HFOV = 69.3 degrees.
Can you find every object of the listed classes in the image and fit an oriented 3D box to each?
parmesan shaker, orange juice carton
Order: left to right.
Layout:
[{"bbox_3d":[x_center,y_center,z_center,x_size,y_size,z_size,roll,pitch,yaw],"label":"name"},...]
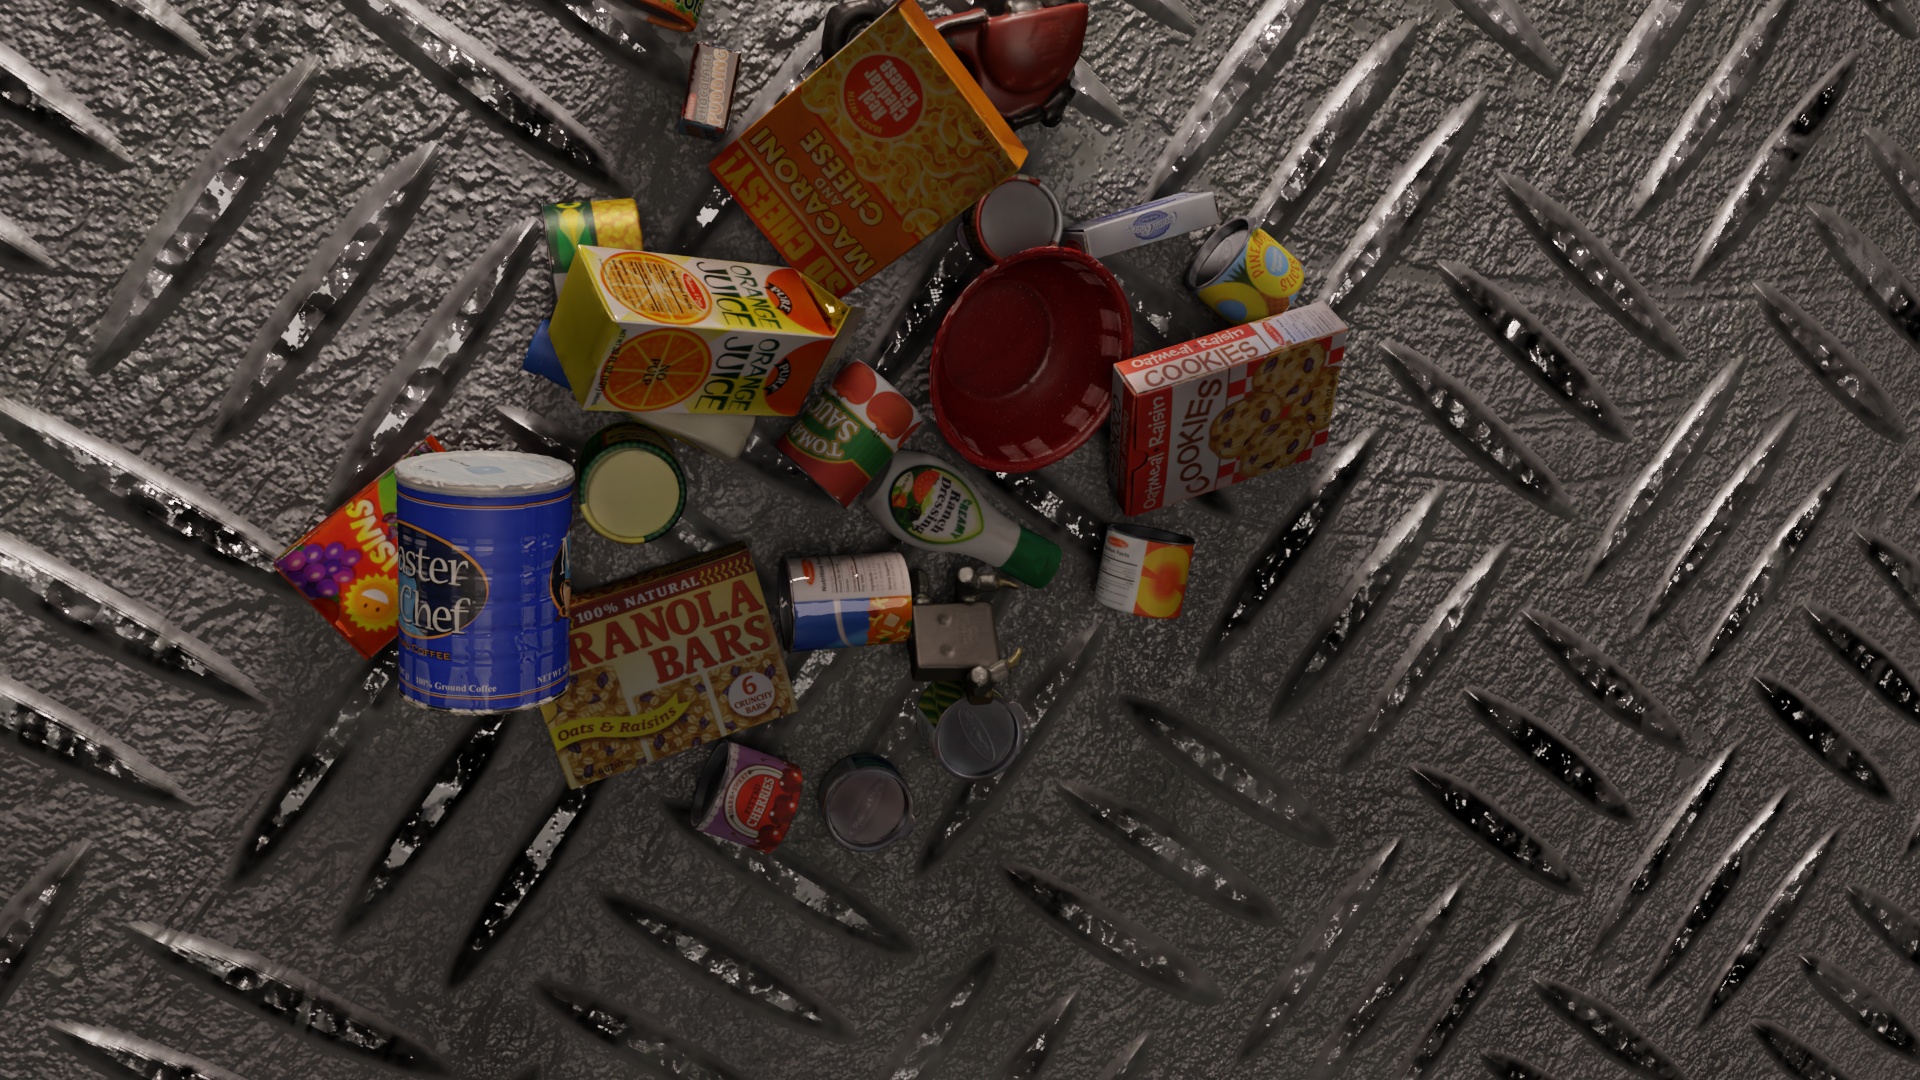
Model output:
[{"bbox_3d":[-0.211,-0.037,0.900,0.071,0.103,0.071,-3,102,-15],"label":"parmesan shaker"},{"bbox_3d":[-0.152,-0.130,0.884,0.193,0.073,0.071,-2,139,-38],"label":"orange juice carton"}]

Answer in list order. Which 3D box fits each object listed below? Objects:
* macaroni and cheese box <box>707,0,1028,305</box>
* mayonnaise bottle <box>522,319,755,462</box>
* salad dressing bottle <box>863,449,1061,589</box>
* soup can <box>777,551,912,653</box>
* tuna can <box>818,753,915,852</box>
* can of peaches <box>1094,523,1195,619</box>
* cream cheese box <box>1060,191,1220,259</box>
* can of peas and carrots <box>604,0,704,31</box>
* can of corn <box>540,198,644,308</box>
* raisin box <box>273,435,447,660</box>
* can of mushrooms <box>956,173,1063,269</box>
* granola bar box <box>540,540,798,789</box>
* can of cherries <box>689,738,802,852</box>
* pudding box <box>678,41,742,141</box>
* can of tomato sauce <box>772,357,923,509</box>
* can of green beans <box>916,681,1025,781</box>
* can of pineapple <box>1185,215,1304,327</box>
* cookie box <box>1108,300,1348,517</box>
[{"bbox_3d":[-0.060,-0.245,0.893,0.166,0.040,0.123,-30,110,27],"label":"macaroni and cheese box"},{"bbox_3d":[-0.210,-0.098,0.912,0.148,0.065,0.041,24,91,-15],"label":"mayonnaise bottle"},{"bbox_3d":[0.004,-0.013,0.997,0.147,0.044,0.064,28,88,-19],"label":"salad dressing bottle"},{"bbox_3d":[-0.082,0.044,0.974,0.084,0.071,0.071,-3,102,-16],"label":"soup can"},{"bbox_3d":[-0.068,0.193,1.023,0.071,0.033,0.071,-3,102,-15],"label":"tuna can"},{"bbox_3d":[0.138,0.022,1.031,0.071,0.071,0.058,7,99,-17],"label":"can of peaches"},{"bbox_3d":[0.126,-0.223,0.986,0.104,0.053,0.024,-19,108,-12],"label":"cream cheese box"},{"bbox_3d":[-0.186,-0.356,0.862,0.071,0.071,0.058,17,97,-18],"label":"can of peas and carrots"},{"bbox_3d":[-0.233,-0.185,0.885,0.058,0.071,0.071,-8,103,-15],"label":"can of corn"},{"bbox_3d":[-0.363,0.004,0.899,0.123,0.040,0.086,-40,109,-4],"label":"raisin box"},{"bbox_3d":[0.035,-0.221,0.971,0.071,0.033,0.071,-3,102,-16],"label":"can of mushrooms"},{"bbox_3d":[-0.208,0.084,0.959,0.166,0.039,0.124,-18,105,-12],"label":"granola bar box"},{"bbox_3d":[-0.150,0.181,0.977,0.058,0.071,0.071,24,94,-19],"label":"can of cherries"},{"bbox_3d":[-0.159,-0.282,0.878,0.030,0.084,0.049,10,99,-15],"label":"pudding box"},{"bbox_3d":[-0.077,-0.074,0.949,0.071,0.071,0.083,42,87,-19],"label":"can of tomato sauce"},{"bbox_3d":[0.006,0.135,1.019,0.071,0.058,0.071,-3,102,-15],"label":"can of green beans"},{"bbox_3d":[0.207,-0.192,1.006,0.058,0.071,0.071,34,90,-20],"label":"can of pineapple"},{"bbox_3d":[0.191,-0.093,1.005,0.168,0.040,0.122,-18,139,-12],"label":"cookie box"}]
